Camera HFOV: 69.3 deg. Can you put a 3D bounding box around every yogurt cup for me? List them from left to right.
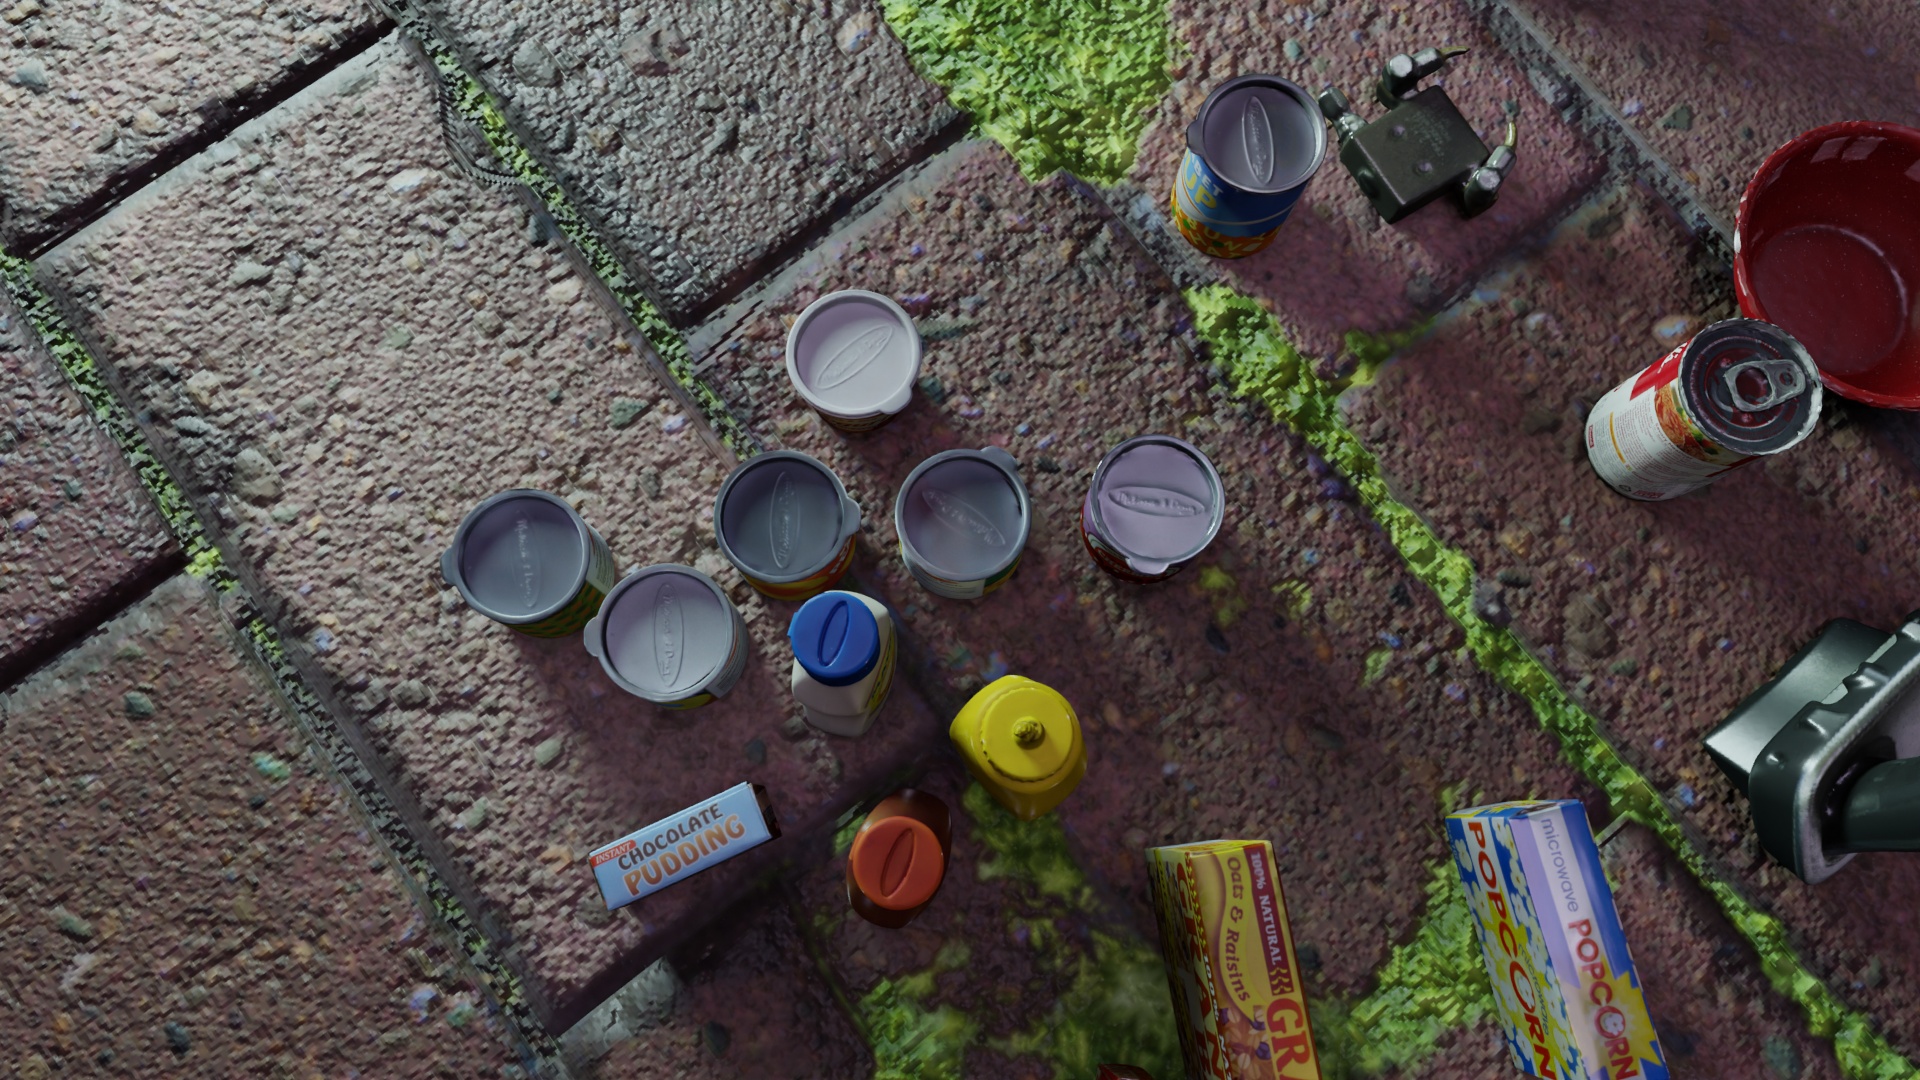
[{"bbox_3d":[-0.054,-0.089,0.717,0.072,0.054,0.072,0,78,-1],"label":"yogurt cup"}]

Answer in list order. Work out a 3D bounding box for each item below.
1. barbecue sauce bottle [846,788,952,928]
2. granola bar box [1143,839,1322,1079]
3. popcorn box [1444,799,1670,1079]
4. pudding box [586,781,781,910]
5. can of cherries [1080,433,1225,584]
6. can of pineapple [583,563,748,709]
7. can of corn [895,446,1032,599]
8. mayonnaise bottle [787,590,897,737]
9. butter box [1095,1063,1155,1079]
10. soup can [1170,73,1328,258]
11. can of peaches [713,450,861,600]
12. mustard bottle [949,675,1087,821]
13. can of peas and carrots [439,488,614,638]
[{"bbox_3d":[-0.027,0.142,0.619,0.044,0.148,0.065,21,78,3],"label":"barbecue sauce bottle"},{"bbox_3d":[0.125,0.218,0.618,0.039,0.124,0.166,-9,78,-3],"label":"granola bar box"},{"bbox_3d":[0.275,0.186,0.650,0.038,0.085,0.127,-12,78,-4],"label":"popcorn box"},{"bbox_3d":[-0.131,0.146,0.666,0.084,0.049,0.030,-24,80,-6],"label":"pudding box"},{"bbox_3d":[0.094,-0.012,0.702,0.071,0.058,0.071,0,78,-1],"label":"can of cherries"},{"bbox_3d":[-0.142,0.048,0.683,0.071,0.057,0.071,0,78,-1],"label":"can of pineapple"},{"bbox_3d":[0.002,-0.009,0.699,0.071,0.058,0.071,0,78,-1],"label":"can of corn"},{"bbox_3d":[-0.053,0.054,0.638,0.041,0.147,0.065,16,78,2],"label":"mayonnaise bottle"},{"bbox_3d":[0.071,0.297,0.636,0.024,0.053,0.103,9,78,0],"label":"butter box"},{"bbox_3d":[0.147,-0.195,0.731,0.071,0.083,0.071,0,78,-1],"label":"soup can"},{"bbox_3d":[-0.084,-0.006,0.696,0.071,0.058,0.071,0,78,-1],"label":"can of peaches"},{"bbox_3d":[0.029,0.091,0.625,0.049,0.160,0.065,-40,82,-9],"label":"mustard bottle"},{"bbox_3d":[-0.212,0.013,0.688,0.071,0.058,0.071,0,78,-1],"label":"can of peas and carrots"}]
